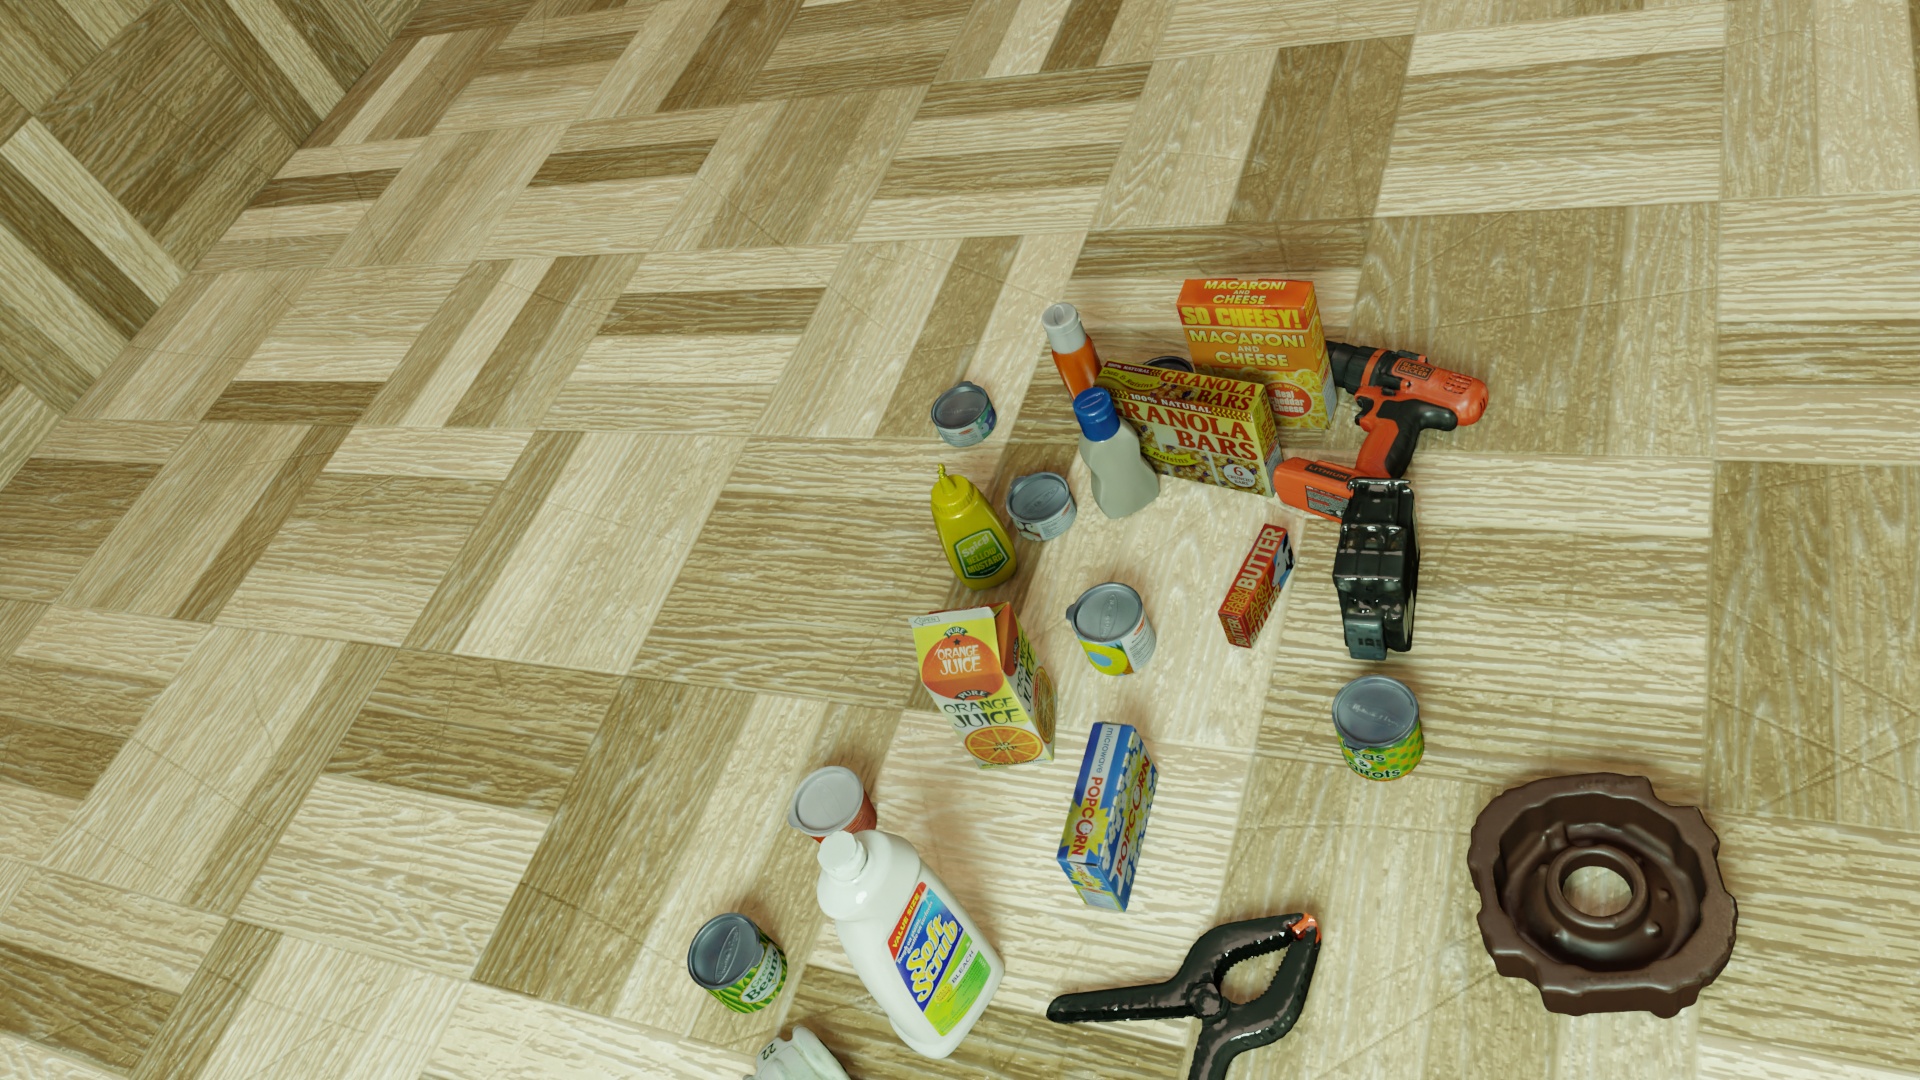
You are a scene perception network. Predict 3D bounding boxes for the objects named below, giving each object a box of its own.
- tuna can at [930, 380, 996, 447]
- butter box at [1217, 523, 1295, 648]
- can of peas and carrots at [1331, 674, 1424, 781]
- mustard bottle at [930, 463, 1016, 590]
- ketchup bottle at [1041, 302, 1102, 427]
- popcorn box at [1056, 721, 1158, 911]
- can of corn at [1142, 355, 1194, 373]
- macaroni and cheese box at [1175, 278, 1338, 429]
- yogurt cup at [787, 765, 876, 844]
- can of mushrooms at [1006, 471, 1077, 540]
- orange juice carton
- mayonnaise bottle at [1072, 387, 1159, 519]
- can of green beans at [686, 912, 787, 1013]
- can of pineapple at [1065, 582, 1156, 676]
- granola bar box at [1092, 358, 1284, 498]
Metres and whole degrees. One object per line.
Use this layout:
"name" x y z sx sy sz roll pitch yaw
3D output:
"tuna can" 0.004 -0.138 1.513 0.071 0.032 0.071 -12 48 14
"butter box" 0.264 0.041 1.233 0.024 0.053 0.104 15 60 33
"can of peas and carrots" 0.332 0.152 1.105 0.071 0.058 0.071 -12 48 15
"mustard bottle" 0.005 -0.017 1.323 0.065 0.159 0.049 -26 47 3
"ketchup bottle" 0.121 -0.177 1.414 0.043 0.148 0.065 -15 48 12
"popcorn box" 0.121 0.222 1.122 0.038 0.085 0.127 2 53 26
"can of corn" 0.208 -0.144 1.410 0.071 0.058 0.071 -12 48 15
"macaroni and cheese box" 0.285 -0.178 1.329 0.124 0.165 0.040 7 56 29
"yogurt cup" -0.109 0.241 1.230 0.072 0.053 0.073 -12 48 15
"can of mushrooms" 0.080 -0.035 1.392 0.071 0.033 0.071 -12 48 14
"orange juice carton" 0.022 0.115 1.183 0.072 0.192 0.073 -9 50 18
"mayonnaise bottle" 0.144 -0.084 1.326 0.065 0.147 0.041 -27 46 1
"can of green beans" -0.187 0.355 1.166 0.071 0.057 0.071 -12 48 15
"can of pineapple" 0.137 0.080 1.253 0.071 0.057 0.071 -12 48 15
"granola bar box" 0.220 -0.108 1.329 0.165 0.123 0.039 15 60 33
